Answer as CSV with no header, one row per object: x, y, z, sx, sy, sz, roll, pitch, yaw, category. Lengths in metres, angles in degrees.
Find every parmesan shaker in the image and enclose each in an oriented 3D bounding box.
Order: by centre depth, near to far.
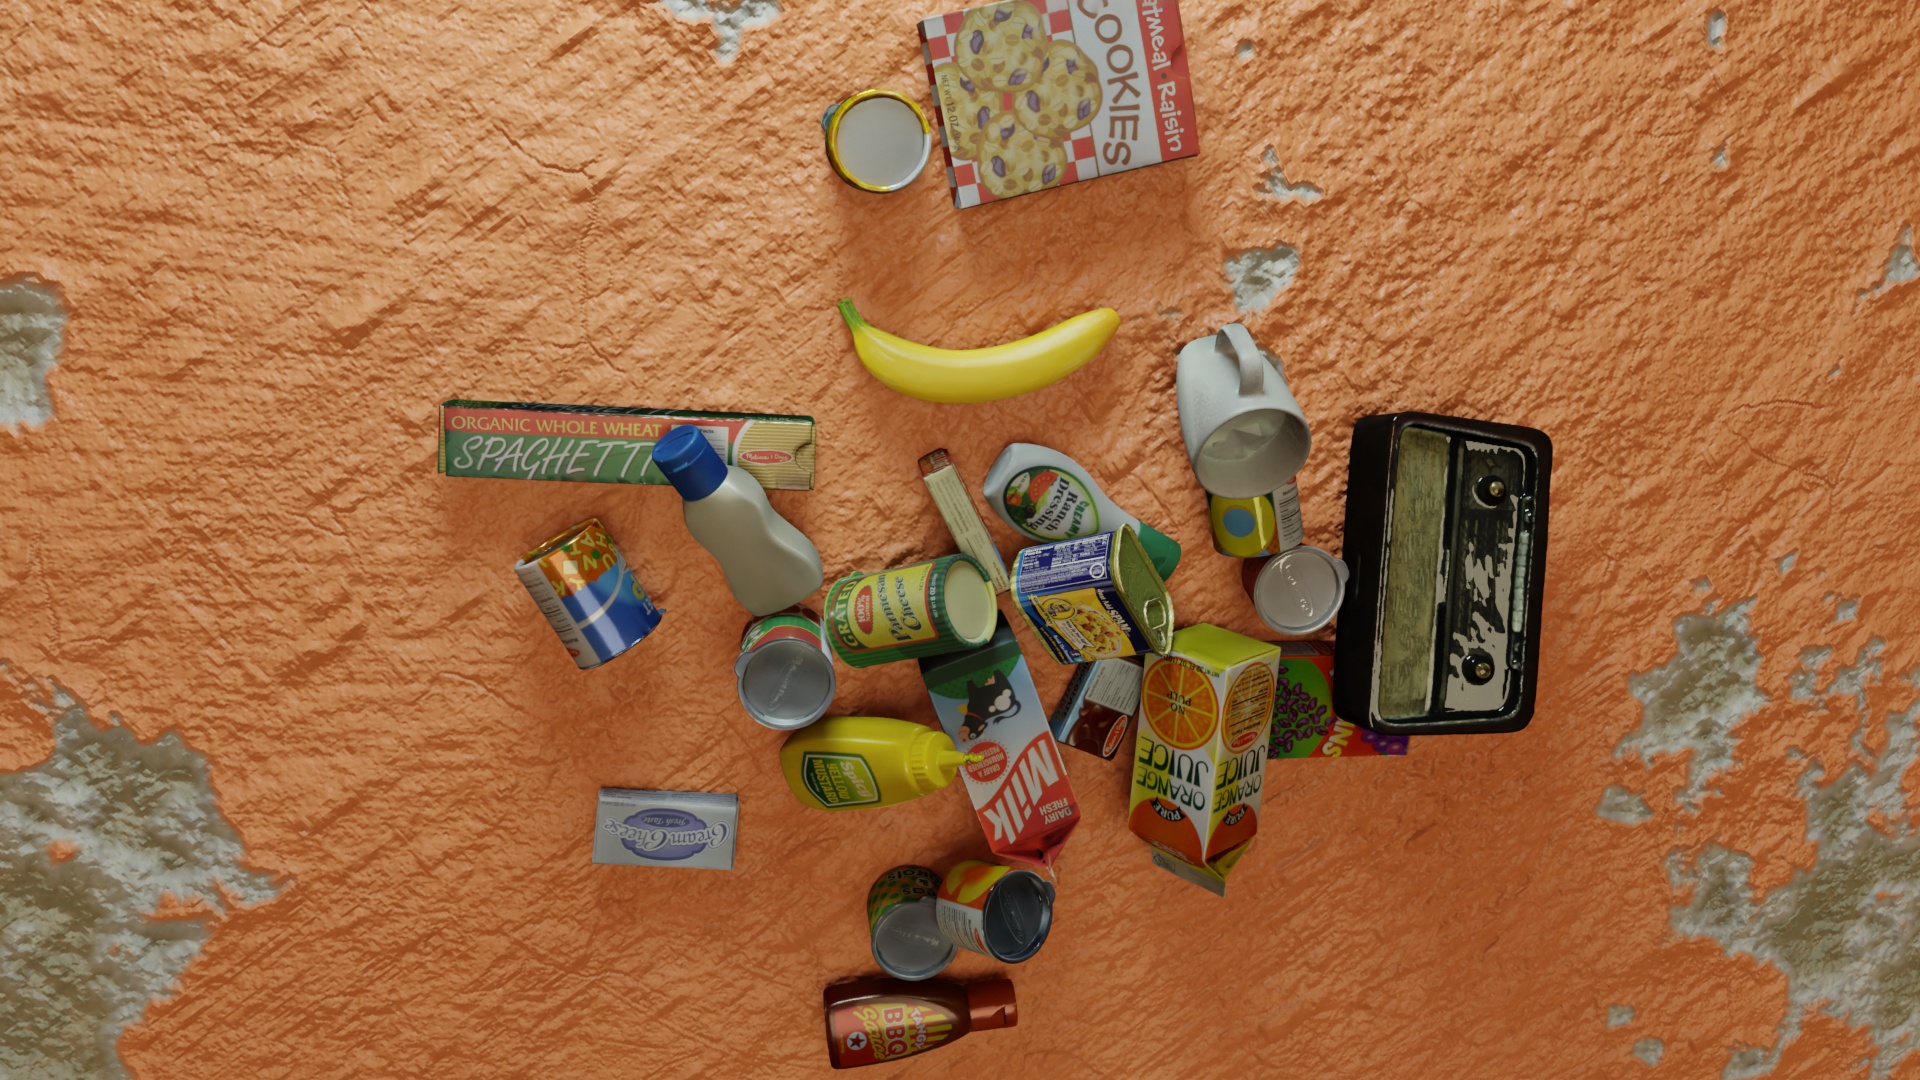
-0.035,0.047,0.963,0.103,0.072,0.071,-13,111,34,parmesan shaker

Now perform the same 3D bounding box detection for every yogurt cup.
0.242,0.030,1.027,0.072,0.054,0.072,-2,105,-7,yogurt cup

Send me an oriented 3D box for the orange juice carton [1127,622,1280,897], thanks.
0.178,0.166,1.032,0.073,0.072,0.192,-11,110,-44,orange juice carton

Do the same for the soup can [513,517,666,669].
-0.254,0.034,0.955,0.071,0.071,0.083,-29,107,1,soup can

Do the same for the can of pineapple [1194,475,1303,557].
0.210,-0.025,1.002,0.071,0.071,0.057,-13,107,-4,can of pineapple

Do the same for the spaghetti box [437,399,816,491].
-0.225,-0.065,0.949,0.250,0.029,0.050,2,105,-8,spaghetti box

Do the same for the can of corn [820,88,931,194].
-0.056,-0.261,0.904,0.071,0.058,0.071,-2,105,-8,can of corn

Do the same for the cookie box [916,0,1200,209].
0.067,-0.299,0.920,0.168,0.040,0.122,-14,106,-4,cookie box

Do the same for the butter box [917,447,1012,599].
0.004,-0.012,0.983,0.024,0.053,0.103,-26,106,2,butter box

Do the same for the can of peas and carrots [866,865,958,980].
-0.036,0.287,1.055,0.071,0.059,0.070,-2,105,-8,can of peas and carrots

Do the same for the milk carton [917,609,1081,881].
0.033,0.156,1.022,0.073,0.072,0.190,-21,107,-2,milk carton

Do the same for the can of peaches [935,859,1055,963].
0.026,0.268,1.014,0.071,0.058,0.071,3,86,-38,can of peaches

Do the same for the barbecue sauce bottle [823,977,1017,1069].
-0.031,0.371,1.087,0.149,0.044,0.064,-6,105,-7,barbecue sauce bottle

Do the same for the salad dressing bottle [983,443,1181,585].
0.089,-0.016,0.998,0.147,0.044,0.064,28,106,-14,salad dressing bottle

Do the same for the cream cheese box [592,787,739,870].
-0.217,0.213,1.028,0.104,0.024,0.053,5,105,-9,cream cheese box

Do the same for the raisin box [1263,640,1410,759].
0.284,0.121,1.065,0.123,0.040,0.086,0,104,-9,raisin box

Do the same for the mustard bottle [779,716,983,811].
-0.054,0.156,0.981,0.160,0.049,0.065,-9,110,34,mustard bottle

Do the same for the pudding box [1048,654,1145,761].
0.107,0.118,1.044,0.050,0.030,0.083,21,101,-14,pudding box

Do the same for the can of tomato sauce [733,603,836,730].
-0.124,0.086,0.976,0.071,0.083,0.071,-2,105,-7,can of tomato sauce

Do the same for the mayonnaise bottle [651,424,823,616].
-0.153,-0.014,0.944,0.064,0.041,0.147,-25,126,11,mayonnaise bottle
